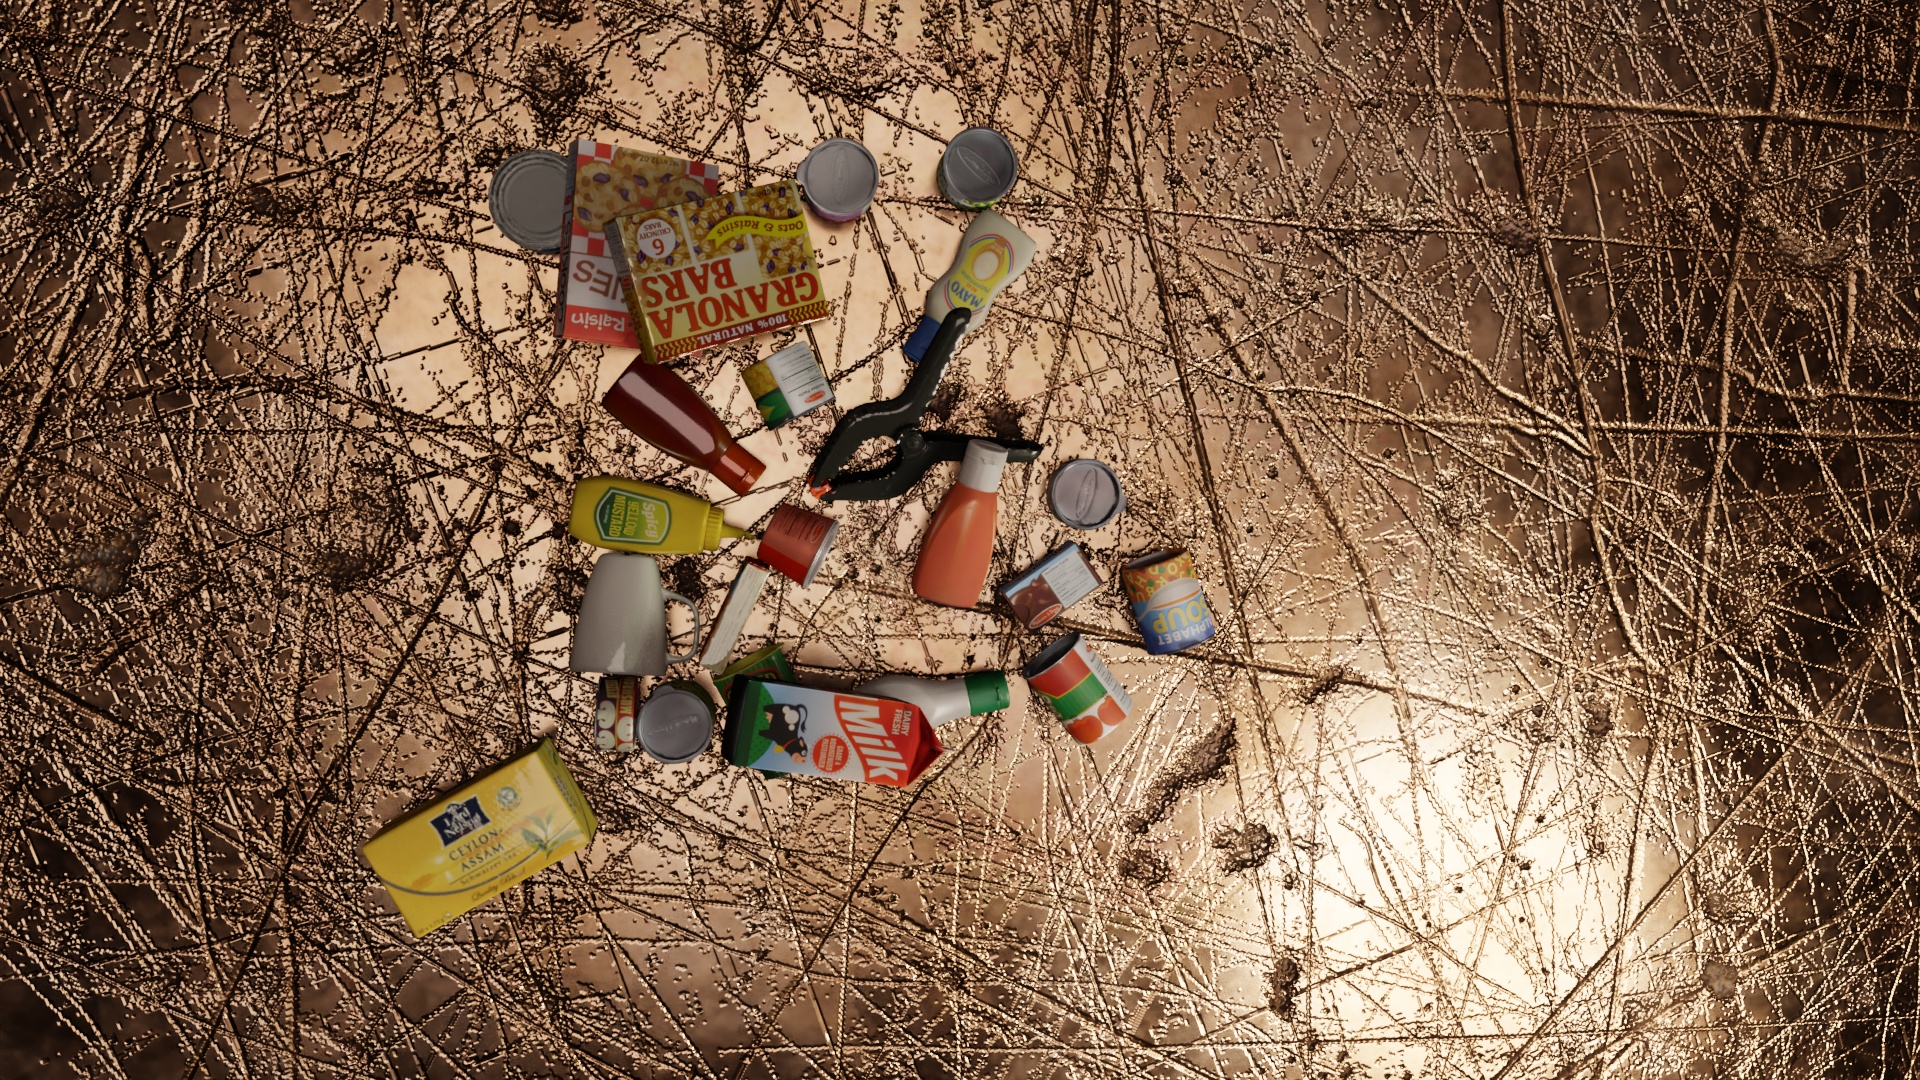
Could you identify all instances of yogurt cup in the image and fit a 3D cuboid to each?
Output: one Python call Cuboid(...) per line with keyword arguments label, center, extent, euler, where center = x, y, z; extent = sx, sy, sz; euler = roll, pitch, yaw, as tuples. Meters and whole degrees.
Cuboid(label="yogurt cup", center=(-0.146, 0.002, 1.237), extent=(0.054, 0.072, 0.072), euler=(26, 91, 0))

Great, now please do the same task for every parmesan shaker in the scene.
Cuboid(label="parmesan shaker", center=(-0.166, 0.152, 1.242), extent=(0.071, 0.071, 0.103), euler=(-27, 97, -4))

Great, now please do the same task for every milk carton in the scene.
Cuboid(label="milk carton", center=(-0.101, 0.165, 1.191), extent=(0.191, 0.072, 0.073), euler=(11, 85, -18))

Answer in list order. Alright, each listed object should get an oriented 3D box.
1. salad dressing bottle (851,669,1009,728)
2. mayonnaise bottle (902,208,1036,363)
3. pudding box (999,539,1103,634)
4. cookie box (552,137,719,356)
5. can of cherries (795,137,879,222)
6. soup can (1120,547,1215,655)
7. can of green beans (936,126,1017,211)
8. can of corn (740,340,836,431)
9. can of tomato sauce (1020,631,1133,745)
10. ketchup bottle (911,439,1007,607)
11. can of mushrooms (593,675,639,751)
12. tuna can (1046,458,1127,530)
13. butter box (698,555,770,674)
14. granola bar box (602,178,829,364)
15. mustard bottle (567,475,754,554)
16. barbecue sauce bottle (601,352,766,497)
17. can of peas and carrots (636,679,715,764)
Cuboid(label="salad dressing bottle", center=(-0.030, 0.150, 1.272), extent=(0.148, 0.044, 0.064), euler=(-10, 95, -7))
Cuboid(label="mayonnaise bottle", center=(0.004, -0.222, 1.251), extent=(0.065, 0.041, 0.148), euler=(35, 90, -10))
Cuboid(label="pudding box", center=(0.083, 0.043, 1.285), extent=(0.084, 0.030, 0.049), euler=(-35, 99, -3))
Cuboid(label="cookie box", center=(-0.278, -0.249, 1.194), extent=(0.123, 0.040, 0.167), euler=(4, 93, -29))
Cuboid(label="can of cherries", center=(-0.109, -0.317, 1.222), extent=(0.071, 0.058, 0.071), euler=(-1, 95, -7))
Cuboid(label="soup can", center=(0.192, 0.056, 1.278), extent=(0.071, 0.071, 0.083), euler=(-20, 96, -5))
Cuboid(label="can of green beans", center=(0.014, -0.329, 1.236), extent=(0.071, 0.058, 0.071), euler=(-1, 94, -7))
Cuboid(label="can of corn", center=(-0.154, -0.136, 1.227), extent=(0.071, 0.071, 0.058), euler=(-27, 96, -4))
Cuboid(label="can of tomato sauce", center=(0.107, 0.137, 1.277), extent=(0.071, 0.071, 0.083), euler=(-39, 98, -3))
Cuboid(label="ketchup bottle", center=(0.004, -0.016, 1.247), extent=(0.065, 0.044, 0.148), euler=(13, 107, -14))
Cuboid(label="can of mushrooms", center=(-0.303, 0.151, 1.224), extent=(0.033, 0.071, 0.071), euler=(3, 94, -8))
Cuboid(label="tuna can", center=(0.116, -0.043, 1.281), extent=(0.071, 0.033, 0.071), euler=(-1, 94, -7))
Cuboid(label="butter box", center=(-0.202, 0.066, 1.239), extent=(0.024, 0.053, 0.103), euler=(25, 91, -11))
Cuboid(label="granola bar box", center=(-0.205, -0.231, 1.190), extent=(0.166, 0.039, 0.124), euler=(-20, 105, -26))
Cuboid(label="mustard bottle", center=(-0.261, -0.018, 1.228), extent=(0.160, 0.049, 0.065), euler=(8, 95, -8))
Cuboid(label="barbecue sauce bottle", center=(-0.240, -0.098, 1.228), extent=(0.148, 0.044, 0.065), euler=(39, 89, -9))
Cuboid(label="can of peas and carrots", center=(-0.253, 0.158, 1.236), extent=(0.071, 0.059, 0.071), euler=(0, 94, -7))
